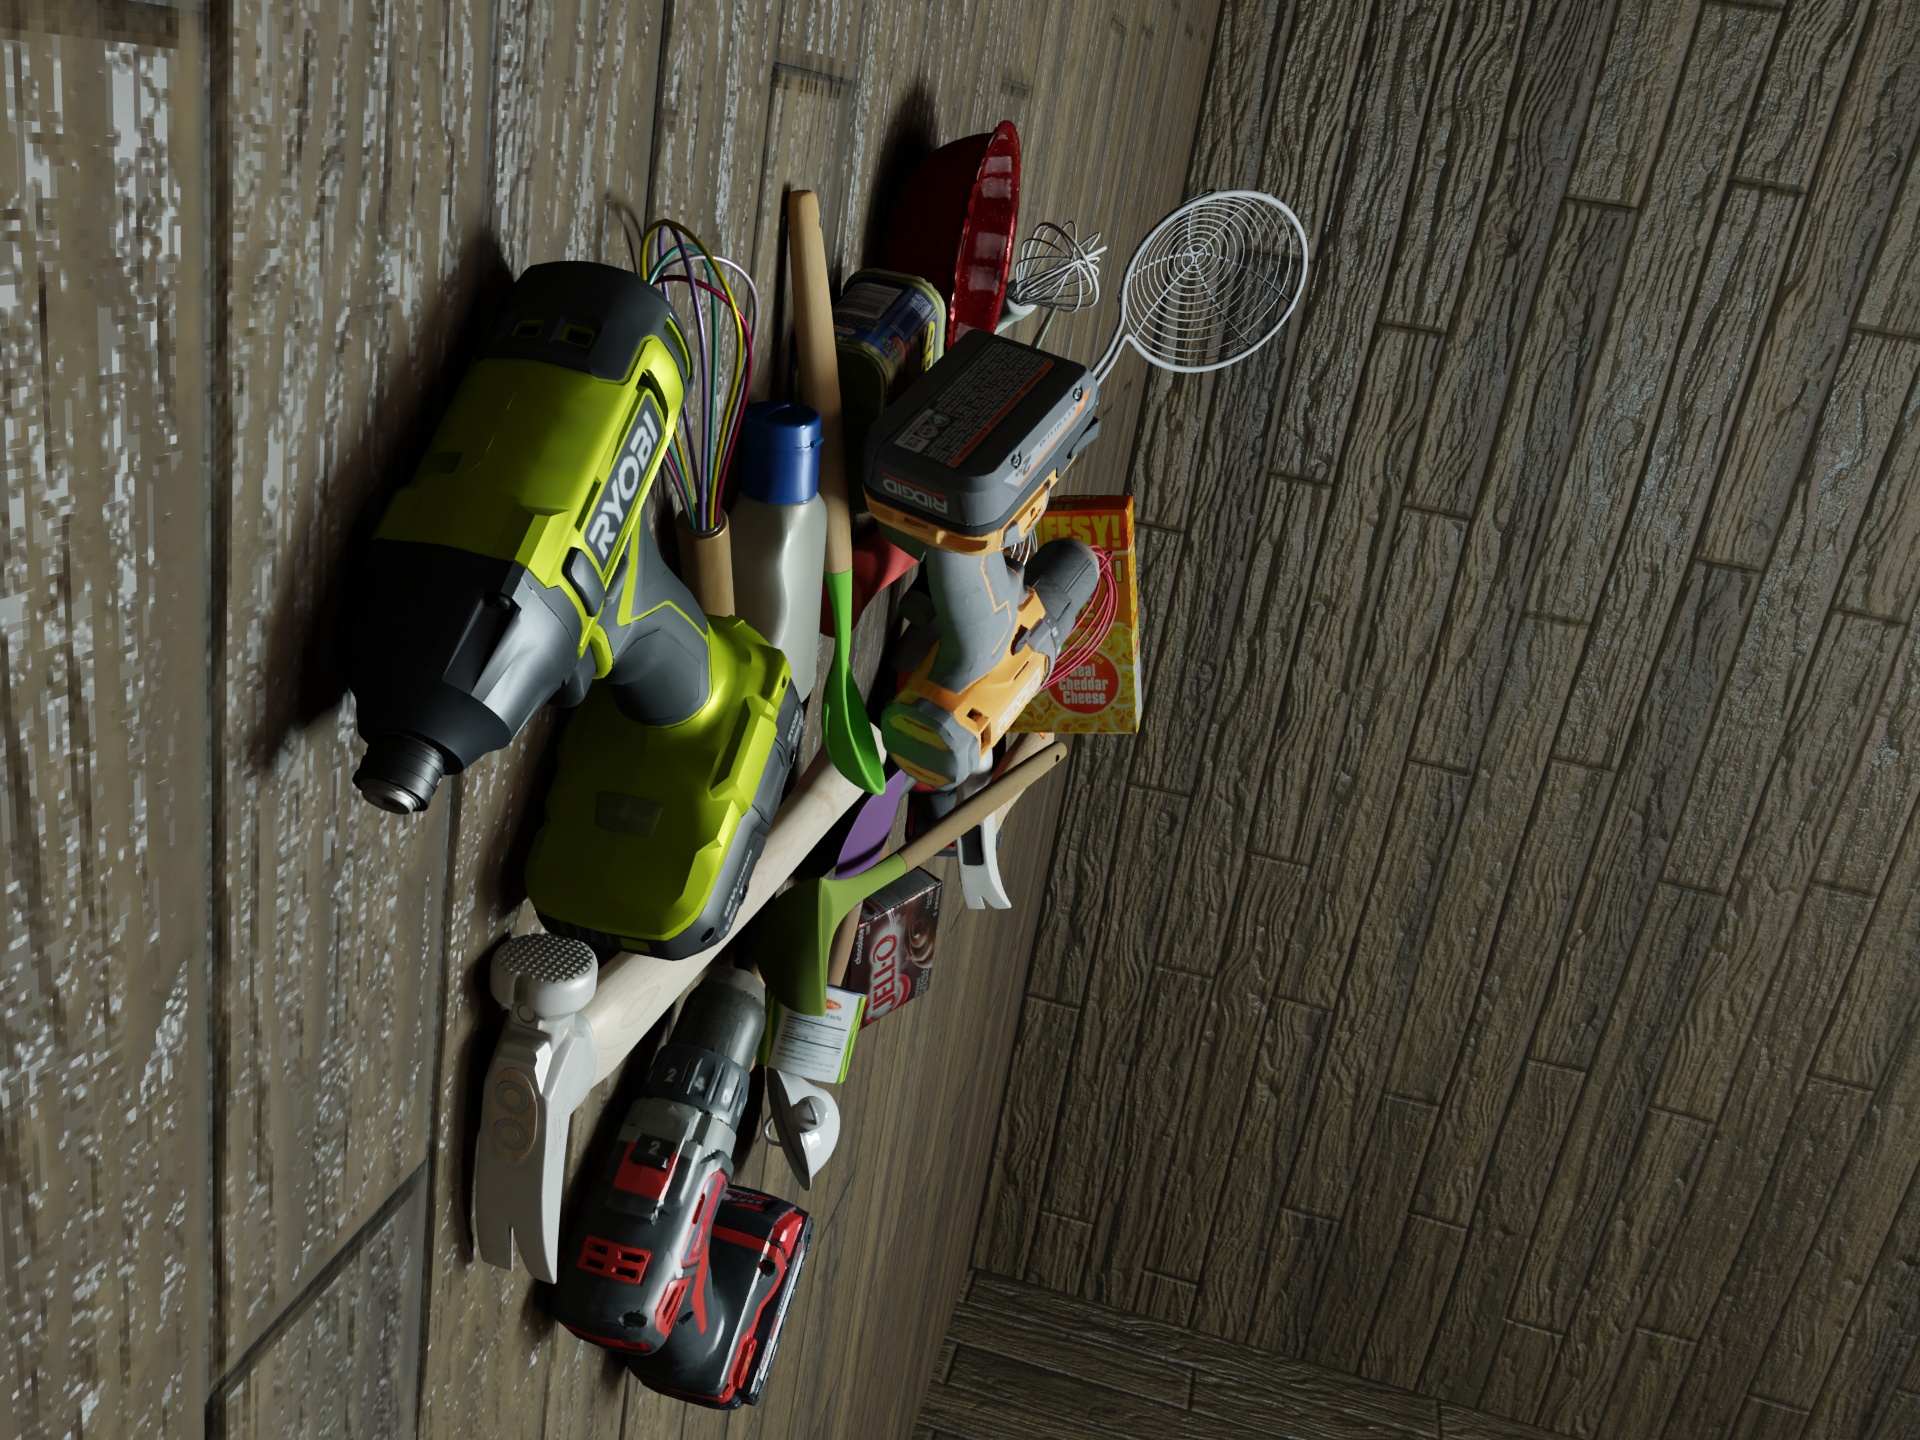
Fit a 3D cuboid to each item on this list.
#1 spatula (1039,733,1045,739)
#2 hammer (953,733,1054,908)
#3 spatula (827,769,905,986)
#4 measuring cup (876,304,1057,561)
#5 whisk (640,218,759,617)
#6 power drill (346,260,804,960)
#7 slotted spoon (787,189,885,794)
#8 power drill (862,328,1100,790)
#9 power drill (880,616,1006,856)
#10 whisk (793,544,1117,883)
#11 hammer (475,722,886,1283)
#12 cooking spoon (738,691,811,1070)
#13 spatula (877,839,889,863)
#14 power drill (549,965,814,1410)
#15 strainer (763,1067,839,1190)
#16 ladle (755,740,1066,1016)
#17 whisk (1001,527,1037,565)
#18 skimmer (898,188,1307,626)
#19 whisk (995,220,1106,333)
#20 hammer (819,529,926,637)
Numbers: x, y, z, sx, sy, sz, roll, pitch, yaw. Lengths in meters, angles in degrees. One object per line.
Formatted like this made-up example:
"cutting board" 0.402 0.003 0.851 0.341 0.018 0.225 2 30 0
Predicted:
"spatula" 0.030 -0.119 1.183 0.081 0.041 0.322 -117 -163 -45
"hammer" 0.037 0.050 1.228 0.331 0.031 0.130 -48 136 -74
"spatula" -0.077 0.132 1.057 0.060 0.018 0.315 -44 163 -35
"measuring cup" 0.002 -0.172 0.913 0.167 0.038 0.083 -62 -178 0
"whisk" -0.103 -0.092 0.635 0.244 0.047 0.051 97 9 -54
"power drill" -0.122 -0.013 0.527 0.223 0.080 0.171 79 24 -61
"slotted spoon" -0.064 -0.101 0.789 0.070 0.031 0.313 -96 -178 -62
"power drill" 0.024 -0.094 0.853 0.185 0.084 0.226 -51 154 -34
"power drill" -0.015 0.013 1.227 0.219 0.078 0.143 72 20 -66
"whisk" -0.002 -0.003 1.029 0.296 0.073 0.073 -46 167 -6
"hammer" -0.115 0.095 0.779 0.411 0.038 0.146 -49 151 -66
"cooking spoon" -0.110 0.067 0.903 0.069 0.017 0.318 -51 153 -64
"spatula" -0.073 0.100 1.192 0.317 0.044 0.082 86 19 -48
"power drill" -0.135 0.252 0.838 0.226 0.080 0.188 85 19 -55
"strainer" -0.096 0.248 0.988 0.258 0.050 0.087 117 -46 -73
"ladle" -0.013 0.082 0.987 0.320 0.062 0.078 -32 132 -47
"whisk" 0.011 -0.208 1.017 0.070 0.070 0.285 41 46 -80
"skimmer" 0.092 -0.187 0.975 0.363 0.090 0.127 -54 142 -25
"whisk" 0.043 -0.285 1.065 0.058 0.059 0.246 -37 -169 -8
"hammer" -0.035 -0.126 1.045 0.359 0.037 0.149 -52 154 -71
